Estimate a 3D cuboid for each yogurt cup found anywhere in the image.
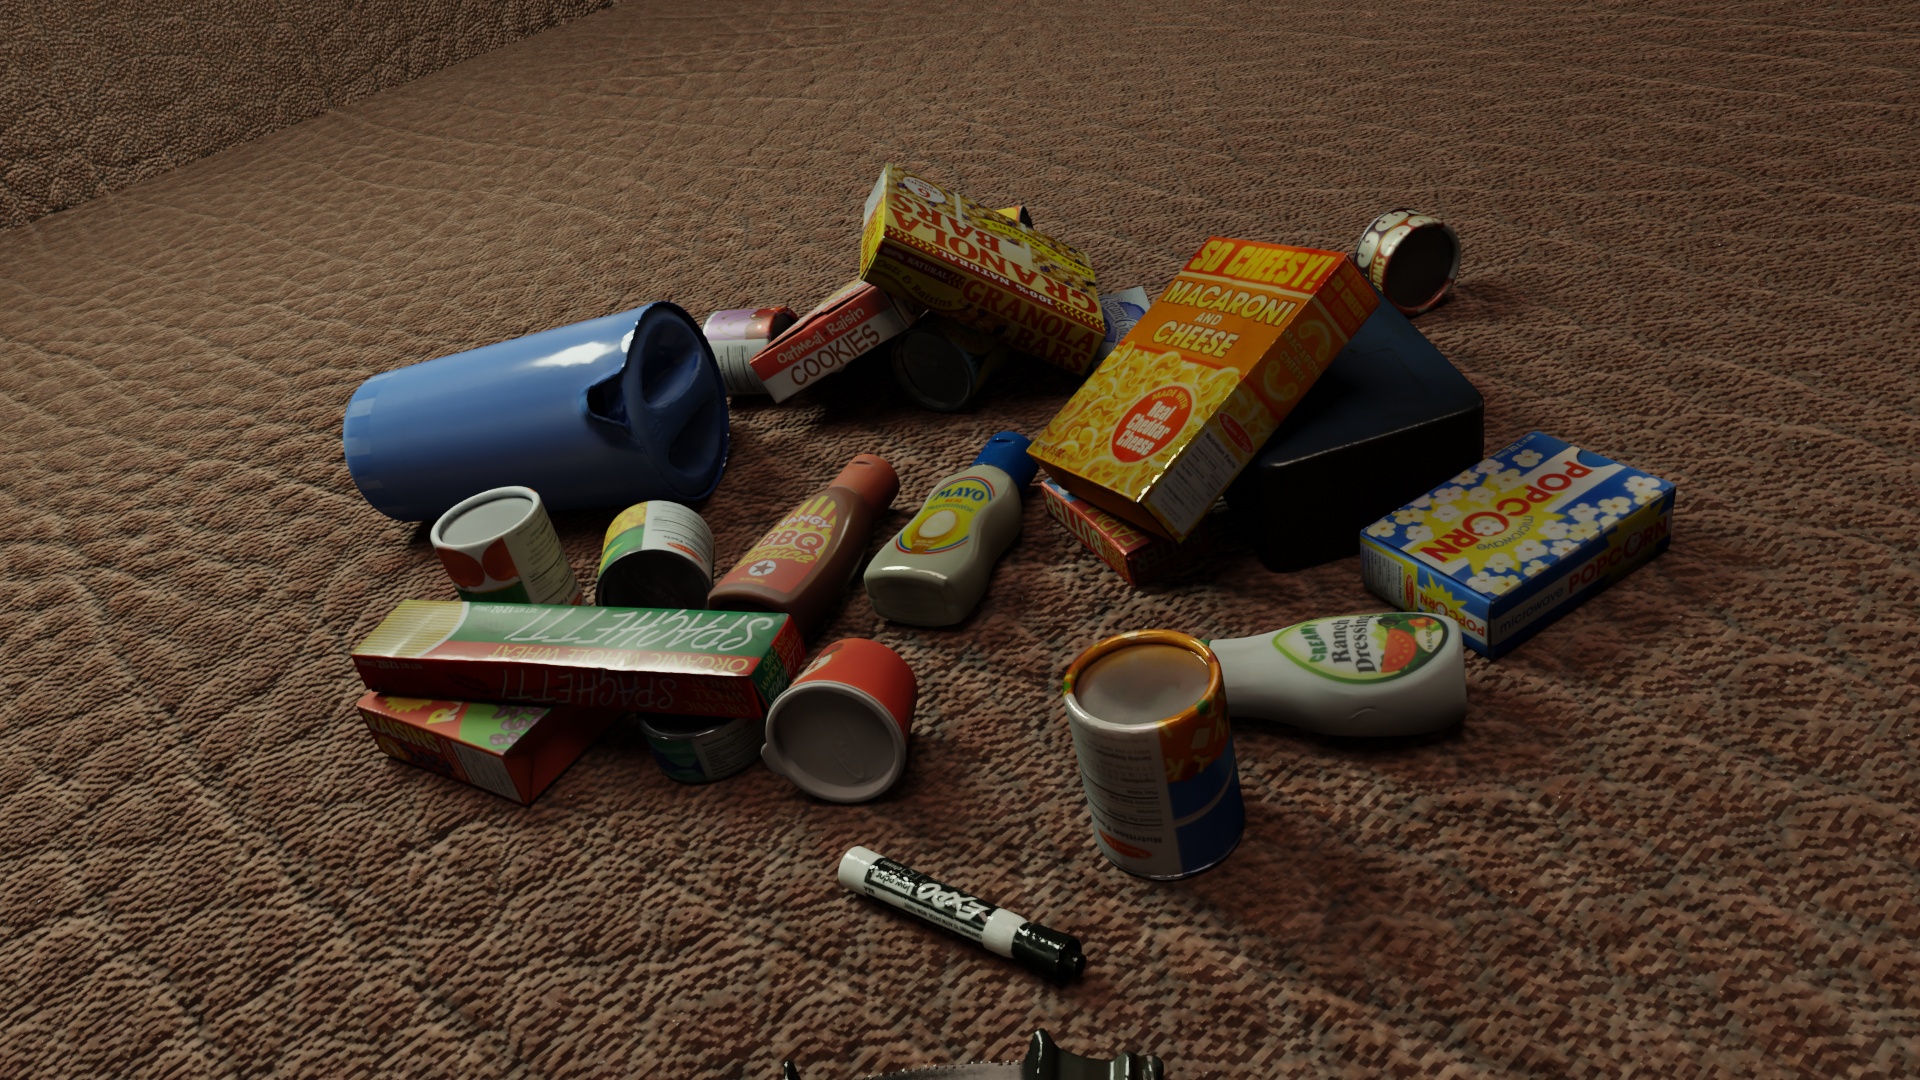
[{"bbox_3d":[-0.053,0.083,0.666,0.072,0.072,0.054,-4,26,16],"label":"yogurt cup"}]

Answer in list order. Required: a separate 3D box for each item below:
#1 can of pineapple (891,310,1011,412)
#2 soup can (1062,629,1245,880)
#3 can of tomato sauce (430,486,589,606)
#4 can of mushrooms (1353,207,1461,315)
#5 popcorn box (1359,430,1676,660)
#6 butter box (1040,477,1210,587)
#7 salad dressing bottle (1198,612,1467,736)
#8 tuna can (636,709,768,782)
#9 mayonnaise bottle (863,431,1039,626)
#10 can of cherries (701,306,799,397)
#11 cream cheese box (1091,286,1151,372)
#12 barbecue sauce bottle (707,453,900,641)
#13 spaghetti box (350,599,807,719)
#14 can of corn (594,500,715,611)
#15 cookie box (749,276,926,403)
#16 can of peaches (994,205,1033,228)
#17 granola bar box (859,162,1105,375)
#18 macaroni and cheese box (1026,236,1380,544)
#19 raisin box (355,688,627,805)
[{"bbox_3d":[-0.005,-0.133,0.969,0.071,0.070,0.058,9,39,33],"label":"can of pineapple"},{"bbox_3d":[0.084,0.087,0.586,0.071,0.083,0.072,-10,32,7],"label":"soup can"},{"bbox_3d":[-0.270,0.020,0.829,0.071,0.082,0.071,-10,33,7],"label":"can of tomato sauce"},{"bbox_3d":[0.298,-0.186,0.933,0.071,0.070,0.033,-23,34,-13],"label":"can of mushrooms"},{"bbox_3d":[0.274,-0.001,0.687,0.127,0.038,0.085,-27,34,-19],"label":"popcorn box"},{"bbox_3d":[0.093,-0.014,0.791,0.053,0.024,0.104,-24,34,-14],"label":"butter box"},{"bbox_3d":[0.152,0.062,0.634,0.147,0.043,0.064,-4,32,17],"label":"salad dressing bottle"},{"bbox_3d":[-0.131,0.090,0.713,0.071,0.032,0.071,-10,33,7],"label":"tuna can"},{"bbox_3d":[0.003,-0.010,0.804,0.065,0.041,0.149,3,37,28],"label":"mayonnaise bottle"},{"bbox_3d":[-0.154,-0.143,1.045,0.058,0.071,0.072,-1,35,20],"label":"can of cherries"},{"bbox_3d":[0.114,-0.145,0.981,0.053,0.024,0.104,-12,33,3],"label":"cream cheese box"},{"bbox_3d":[-0.084,0.003,0.817,0.065,0.043,0.149,4,36,28],"label":"barbecue sauce bottle"},{"bbox_3d":[-0.201,0.059,0.719,0.250,0.028,0.050,1,36,22],"label":"spaghetti box"},{"bbox_3d":[-0.178,0.020,0.811,0.071,0.070,0.058,-15,32,0],"label":"can of corn"},{"bbox_3d":[-0.068,-0.171,1.014,0.122,0.040,0.168,-26,16,29],"label":"cookie box"},{"bbox_3d":[0.027,-0.230,1.106,0.058,0.071,0.071,-7,33,14],"label":"can of peaches"},{"bbox_3d":[0.015,-0.188,0.952,0.165,0.039,0.125,21,33,-17],"label":"granola bar box"},{"bbox_3d":[0.127,-0.086,0.749,0.166,0.040,0.124,-49,29,-5],"label":"macaroni and cheese box"},{"bbox_3d":[-0.253,0.089,0.758,0.123,0.040,0.086,10,41,31],"label":"raisin box"}]
